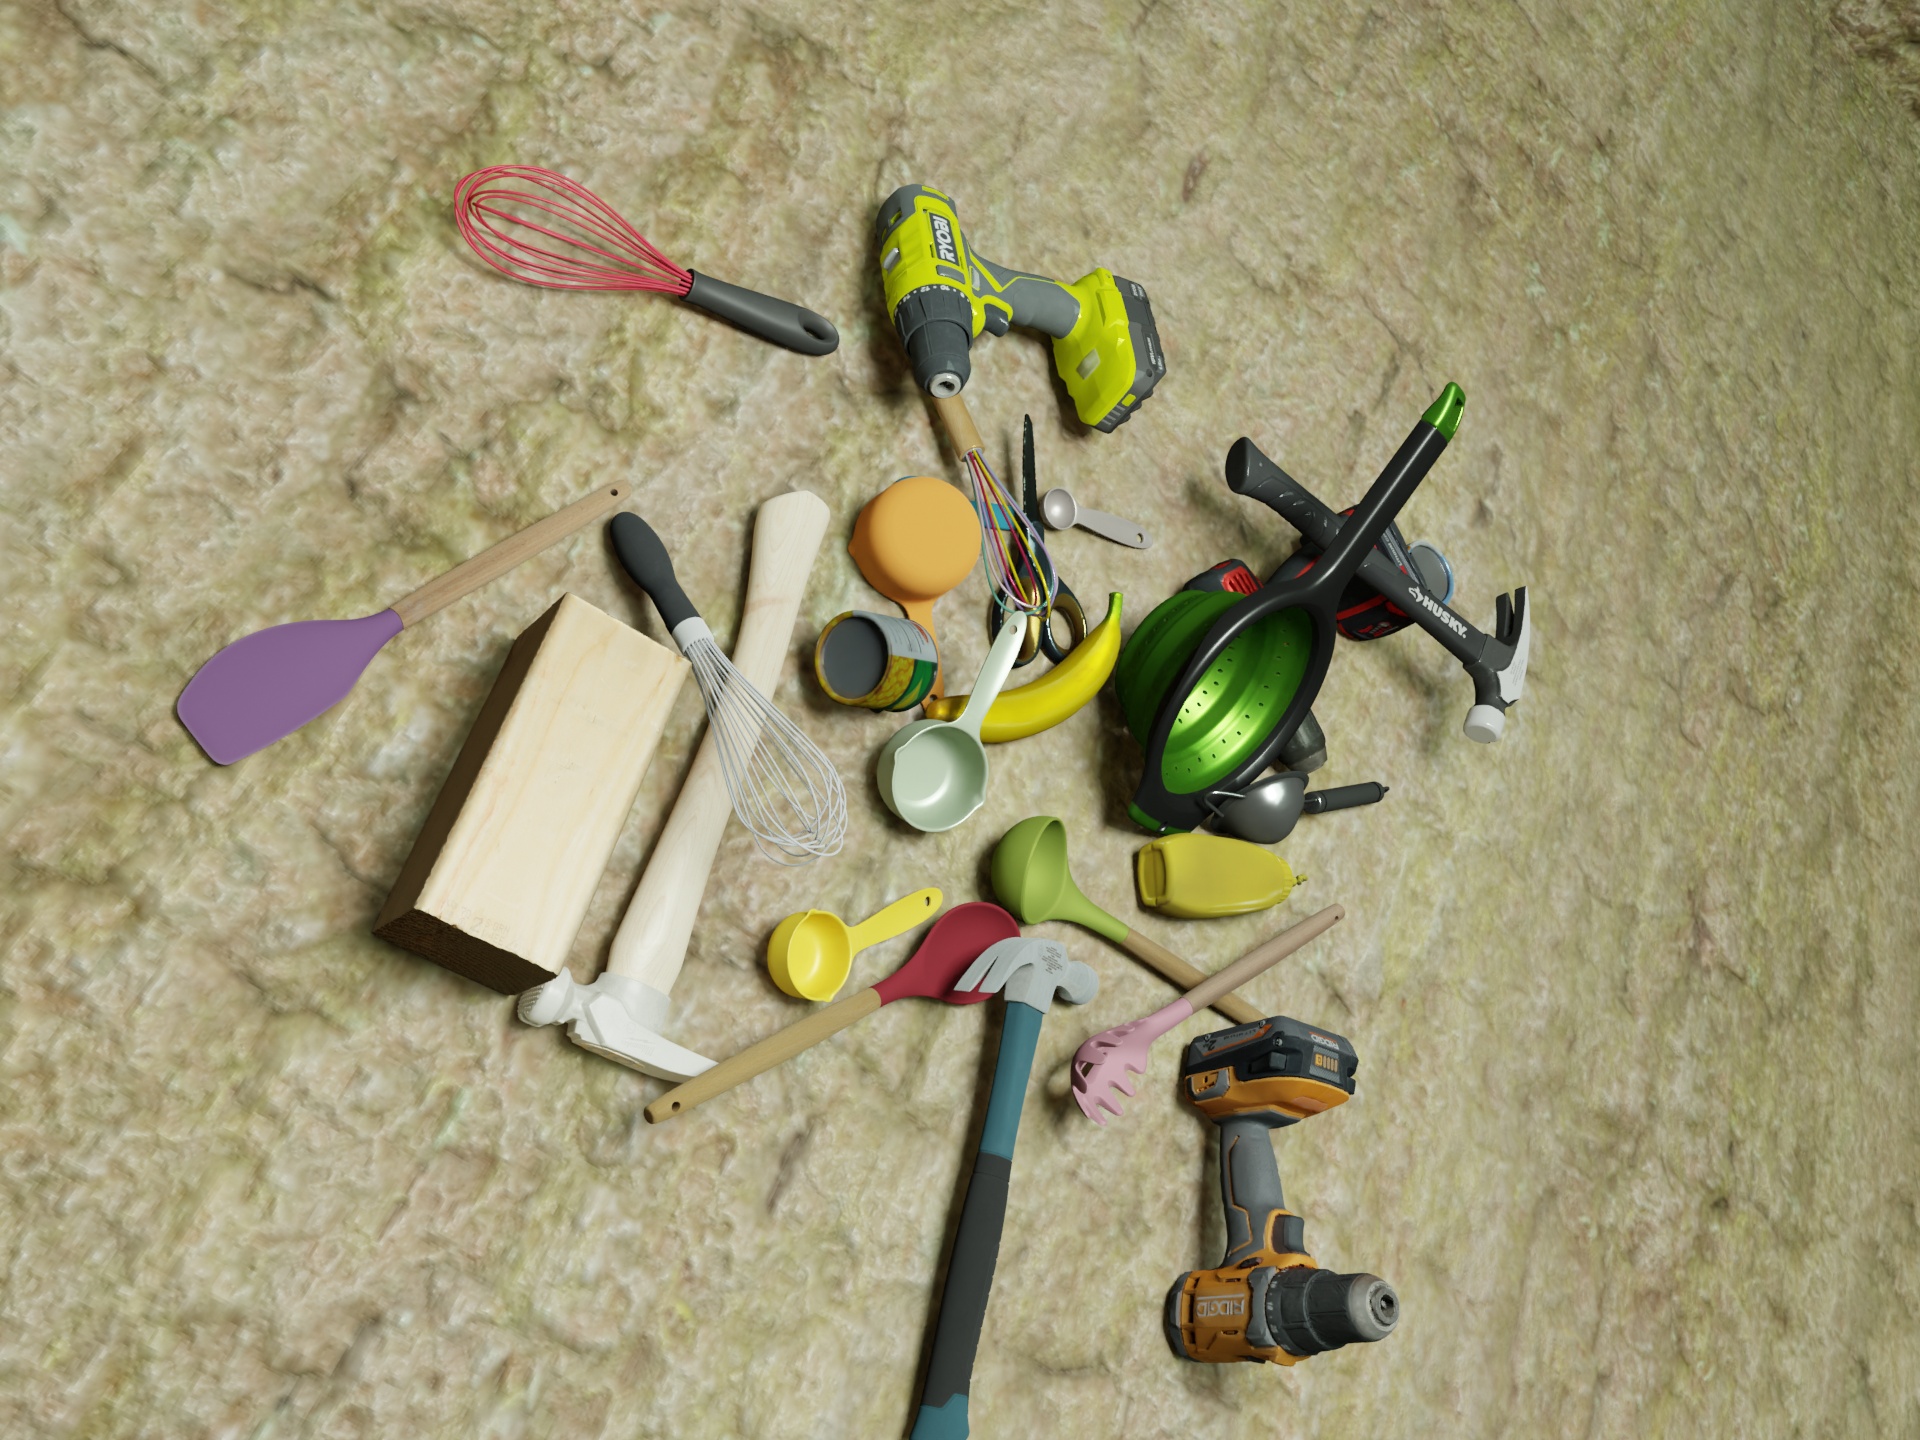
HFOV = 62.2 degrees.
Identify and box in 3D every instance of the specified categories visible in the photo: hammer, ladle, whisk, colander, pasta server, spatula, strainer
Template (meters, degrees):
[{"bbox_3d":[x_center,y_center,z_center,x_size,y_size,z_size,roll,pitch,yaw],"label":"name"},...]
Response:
[{"bbox_3d":[0.021,0.300,1.043,0.128,0.033,0.331,38,57,-46],"label":"hammer"},{"bbox_3d":[0.353,-0.129,1.338,0.334,0.035,0.146,35,63,-17],"label":"hammer"},{"bbox_3d":[-0.147,0.028,1.034,0.146,0.038,0.411,30,59,-25],"label":"hammer"},{"bbox_3d":[-0.072,0.187,1.010,0.315,0.031,0.069,-19,97,-46],"label":"ladle"},{"bbox_3d":[0.147,0.170,1.176,0.320,0.062,0.078,35,64,-24],"label":"ladle"},{"bbox_3d":[-0.206,-0.308,1.098,0.295,0.073,0.073,13,67,-37],"label":"whisk"},{"bbox_3d":[0.232,-0.099,1.209,0.397,0.095,0.204,-55,146,8],"label":"colander"},{"bbox_3d":[0.015,-0.180,1.199,0.245,0.051,0.047,67,12,18],"label":"whisk"},{"bbox_3d":[-0.153,-0.028,0.989,0.070,0.070,0.285,-15,59,-37],"label":"whisk"},{"bbox_3d":[0.189,0.202,1.166,0.316,0.040,0.060,-22,120,-36],"label":"pasta server"},{"bbox_3d":[-0.321,-0.075,0.959,0.316,0.018,0.060,-39,97,-36],"label":"spatula"},{"bbox_3d":[0.287,0.069,1.301,0.258,0.087,0.050,-5,57,-46],"label":"strainer"}]

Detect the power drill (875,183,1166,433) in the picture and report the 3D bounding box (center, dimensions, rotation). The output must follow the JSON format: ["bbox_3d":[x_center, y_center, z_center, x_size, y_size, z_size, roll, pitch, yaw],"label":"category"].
[{"bbox_3d":[0.044,-0.304,1.235,0.228,0.080,0.191,12,52,-31],"label":"power drill"}]

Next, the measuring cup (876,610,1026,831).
[{"bbox_3d":[-0.002,-0.004,1.108,0.083,0.038,0.167,31,82,-31],"label":"measuring cup"}]

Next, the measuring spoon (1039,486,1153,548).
[{"bbox_3d":[0.109,-0.159,1.291,0.124,0.018,0.034,14,78,-38],"label":"measuring spoon"}]

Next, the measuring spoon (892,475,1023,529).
[{"bbox_3d":[0.006,-0.163,1.212,0.128,0.021,0.042,4,72,-32],"label":"measuring spoon"}]

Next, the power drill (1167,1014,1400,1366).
[{"bbox_3d":[0.225,0.325,1.098,0.084,0.185,0.226,23,60,-26],"label":"power drill"}]

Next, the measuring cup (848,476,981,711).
[{"bbox_3d":[-0.023,-0.090,1.140,0.095,0.052,0.174,-6,83,-20],"label":"measuring cup"}]

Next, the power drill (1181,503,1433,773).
[{"bbox_3d":[0.305,-0.074,1.358,0.226,0.080,0.188,-29,91,-35],"label":"power drill"}]

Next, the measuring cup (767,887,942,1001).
[{"bbox_3d":[-0.069,0.140,1.060,0.156,0.029,0.062,-20,102,-50],"label":"measuring cup"}]
